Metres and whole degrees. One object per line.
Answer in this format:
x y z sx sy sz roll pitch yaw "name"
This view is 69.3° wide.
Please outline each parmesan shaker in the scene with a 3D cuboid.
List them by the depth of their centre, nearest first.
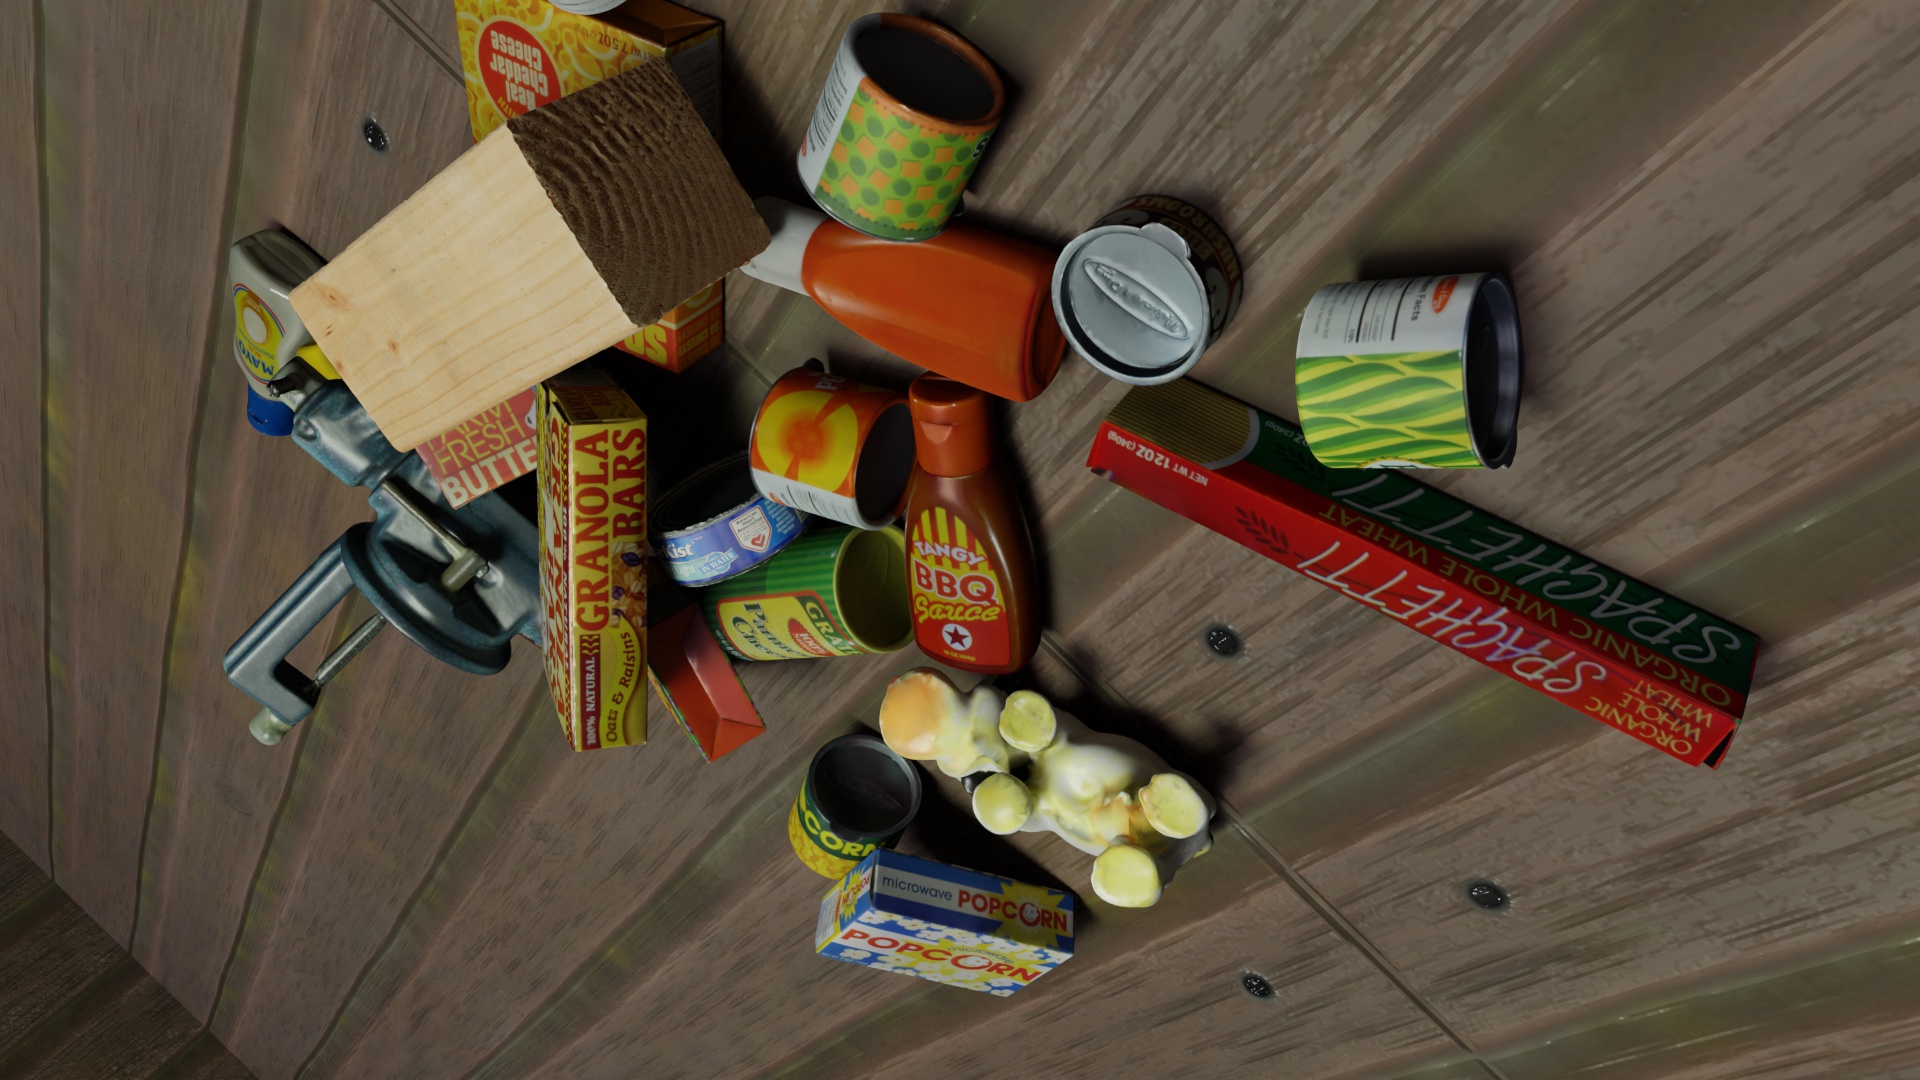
-0.074 0.029 0.717 0.103 0.072 0.071 -8 117 41 "parmesan shaker"

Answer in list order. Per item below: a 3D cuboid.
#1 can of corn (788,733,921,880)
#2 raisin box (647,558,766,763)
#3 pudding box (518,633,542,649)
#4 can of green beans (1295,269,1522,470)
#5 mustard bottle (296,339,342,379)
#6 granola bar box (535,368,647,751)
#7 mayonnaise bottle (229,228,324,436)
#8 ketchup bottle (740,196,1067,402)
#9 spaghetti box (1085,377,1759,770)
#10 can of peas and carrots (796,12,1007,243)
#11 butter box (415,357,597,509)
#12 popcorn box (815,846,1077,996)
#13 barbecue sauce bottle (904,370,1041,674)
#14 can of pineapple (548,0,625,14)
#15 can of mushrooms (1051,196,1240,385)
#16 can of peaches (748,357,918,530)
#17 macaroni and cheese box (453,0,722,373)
-0.063 0.157 0.803 0.071 0.071 0.058 35 137 9 "can of corn"
-0.160 0.064 0.788 0.086 0.040 0.123 64 163 -20 "raisin box"
-0.270 0.041 0.899 0.084 0.030 0.049 31 135 14 "pudding box"
0.154 -0.057 0.477 0.058 0.071 0.071 2 123 36 "can of green beans"
-0.349 -0.058 0.868 0.065 0.049 0.159 -1 122 39 "mustard bottle"
-0.188 0.005 0.702 0.124 0.039 0.165 -143 53 -61 "granola bar box"
-0.432 -0.125 0.883 0.065 0.041 0.147 39 136 5 "mayonnaise bottle"
-0.027 -0.110 0.589 0.149 0.044 0.064 22 132 22 "ketchup bottle"
0.169 0.004 0.525 0.250 0.050 0.028 27 136 17 "spaghetti box"
-0.020 -0.157 0.533 0.071 0.071 0.058 39 136 5 "can of peas and carrots"
-0.239 -0.063 0.745 0.053 0.104 0.024 67 168 -22 "butter box"
-0.009 0.219 0.793 0.127 0.038 0.084 18 140 -18 "popcorn box"
0.002 -0.008 0.646 0.065 0.044 0.147 12 128 25 "barbecue sauce bottle"
-0.160 -0.253 0.549 0.071 0.058 0.071 -2 85 20 "can of pineapple"
0.072 -0.097 0.531 0.071 0.034 0.070 20 132 24 "can of mushrooms"
-0.055 -0.045 0.646 0.058 0.071 0.071 17 131 26 "can of peaches"
-0.171 -0.174 0.649 0.124 0.040 0.165 26 134 19 "macaroni and cheese box"
